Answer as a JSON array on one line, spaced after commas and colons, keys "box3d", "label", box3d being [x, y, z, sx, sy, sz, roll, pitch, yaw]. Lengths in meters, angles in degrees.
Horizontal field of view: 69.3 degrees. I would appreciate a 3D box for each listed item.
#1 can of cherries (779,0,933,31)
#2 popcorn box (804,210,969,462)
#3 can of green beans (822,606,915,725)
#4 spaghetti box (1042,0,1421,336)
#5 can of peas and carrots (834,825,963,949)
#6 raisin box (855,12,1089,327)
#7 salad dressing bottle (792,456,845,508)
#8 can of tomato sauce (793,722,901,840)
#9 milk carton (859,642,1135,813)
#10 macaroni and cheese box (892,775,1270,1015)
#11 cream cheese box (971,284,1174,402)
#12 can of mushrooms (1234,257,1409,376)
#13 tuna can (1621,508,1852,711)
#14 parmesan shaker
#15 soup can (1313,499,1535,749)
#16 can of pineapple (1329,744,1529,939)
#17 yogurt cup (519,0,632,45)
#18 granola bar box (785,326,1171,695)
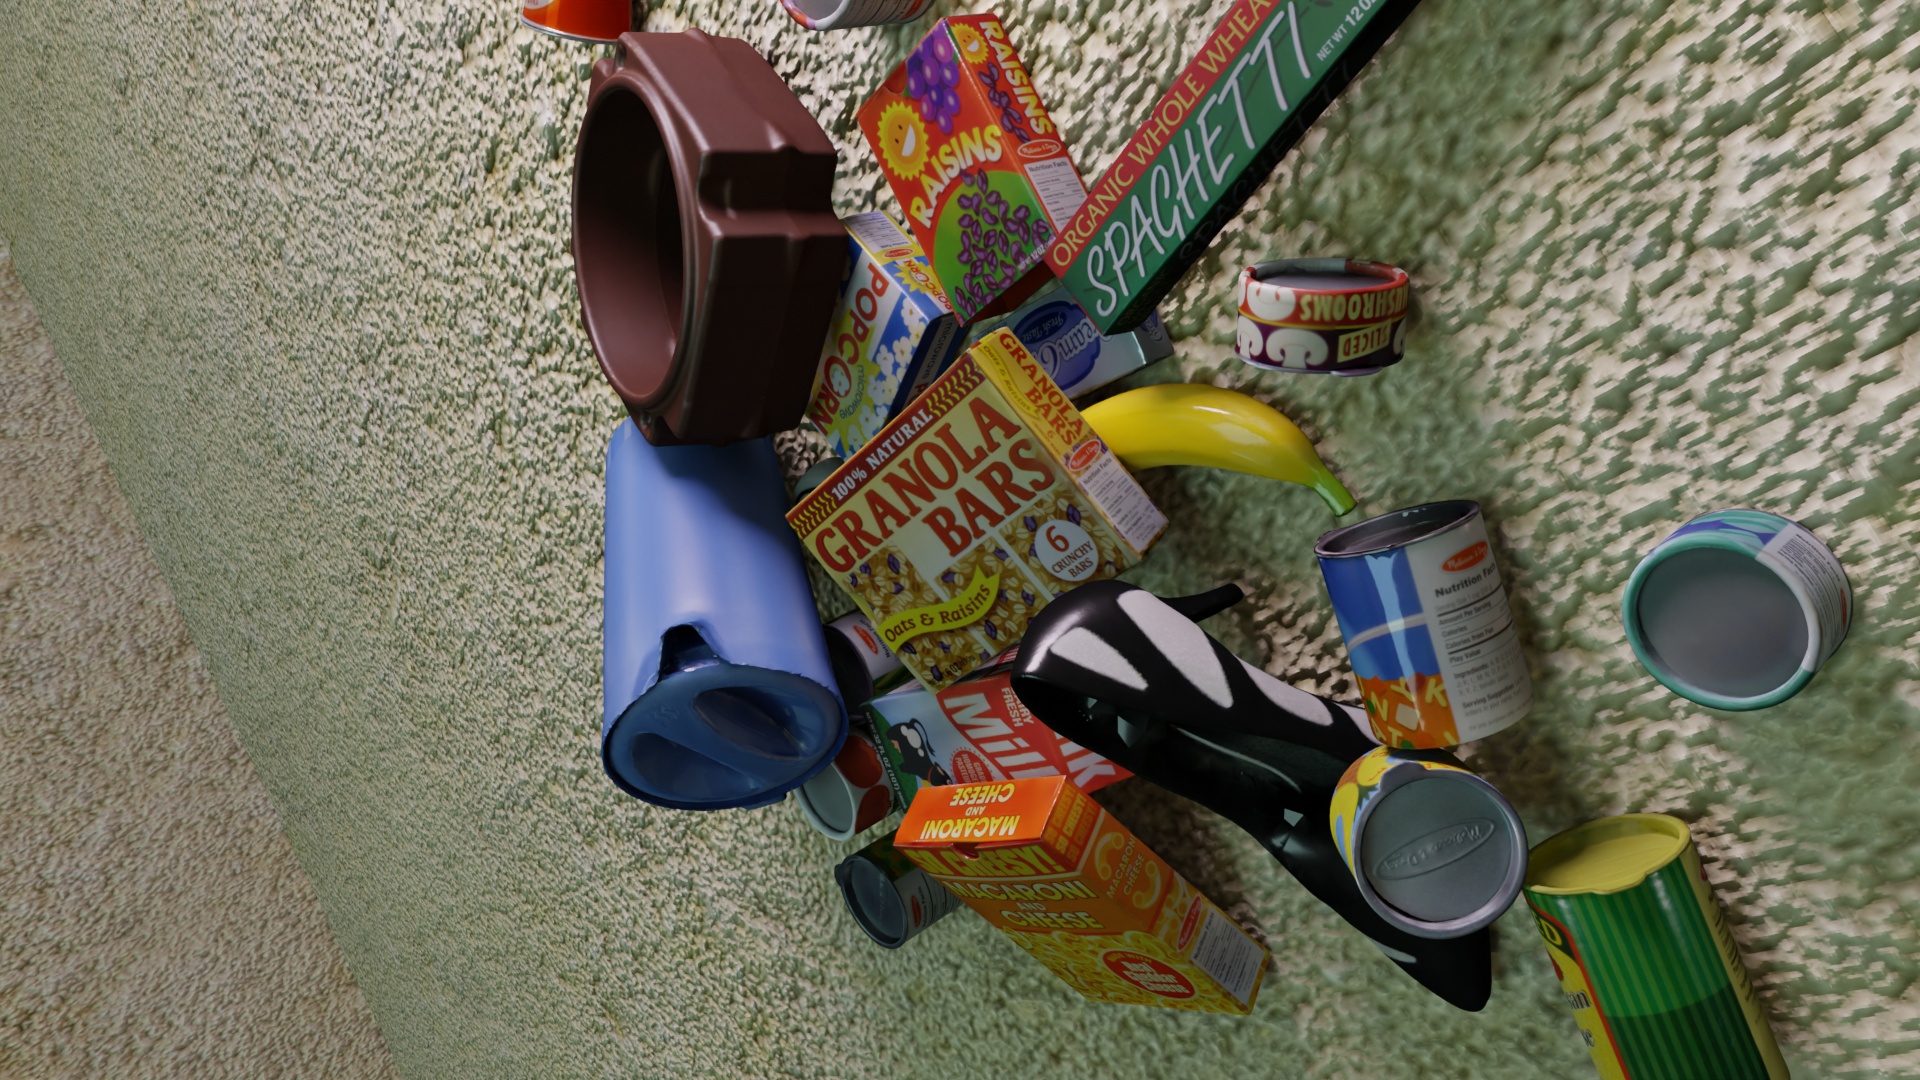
[{"box3d": [-0.053, -0.287, 0.679, 0.071, 0.058, 0.071, 24, 125, 39], "label": "can of cherries"}, {"box3d": [-0.049, -0.108, 0.777, 0.085, 0.038, 0.126, 49, 138, 20], "label": "popcorn box"}, {"box3d": [-0.054, 0.073, 0.855, 0.071, 0.058, 0.071, 24, 124, 39], "label": "can of green beans"}, {"box3d": [0.118, -0.179, 0.545, 0.050, 0.029, 0.248, 55, 133, 15], "label": "spaghetti box"}, {"box3d": [-0.038, 0.222, 0.909, 0.071, 0.059, 0.070, 24, 125, 40], "label": "can of peas and carrots"}, {"box3d": [0.008, -0.180, 0.679, 0.085, 0.040, 0.123, -31, 83, 51], "label": "raisin box"}, {"box3d": [-0.038, 0.010, 0.818, 0.148, 0.044, 0.064, 42, 138, 27], "label": "salad dressing bottle"}, {"box3d": [-0.054, 0.141, 0.868, 0.071, 0.083, 0.071, 24, 125, 40], "label": "can of tomato sauce"}, {"box3d": [0.036, 0.097, 0.755, 0.190, 0.074, 0.072, -19, 94, 50], "label": "milk carton"}, {"box3d": [0.063, 0.190, 0.733, 0.166, 0.040, 0.123, 43, 146, -22], "label": "macaroni and cheese box"}, {"box3d": [0.054, -0.096, 0.680, 0.103, 0.024, 0.053, -22, 92, 50], "label": "cream cheese box"}, {"box3d": [0.143, -0.089, 0.548, 0.071, 0.071, 0.033, 20, 121, 41], "label": "can of mushrooms"}, {"box3d": [0.270, 0.025, 0.490, 0.071, 0.033, 0.070, 23, 124, 39], "label": "tuna can"}, {"box3d": [0.265, 0.167, 0.534, 0.071, 0.071, 0.103, -22, 92, 51], "label": "parmesan shaker"}, {"box3d": [0.186, 0.033, 0.563, 0.071, 0.071, 0.083, -11, 100, 50], "label": "soup can"}, {"box3d": [0.186, 0.116, 0.558, 0.071, 0.058, 0.071, 0, 93, 5], "label": "can of pineapple"}, {"box3d": [-0.233, -0.339, 0.852, 0.072, 0.072, 0.053, 33, 122, 33], "label": "yogurt cup"}, {"box3d": [0.002, -0.009, 0.686, 0.124, 0.039, 0.165, 51, 132, -2], "label": "granola bar box"}]
